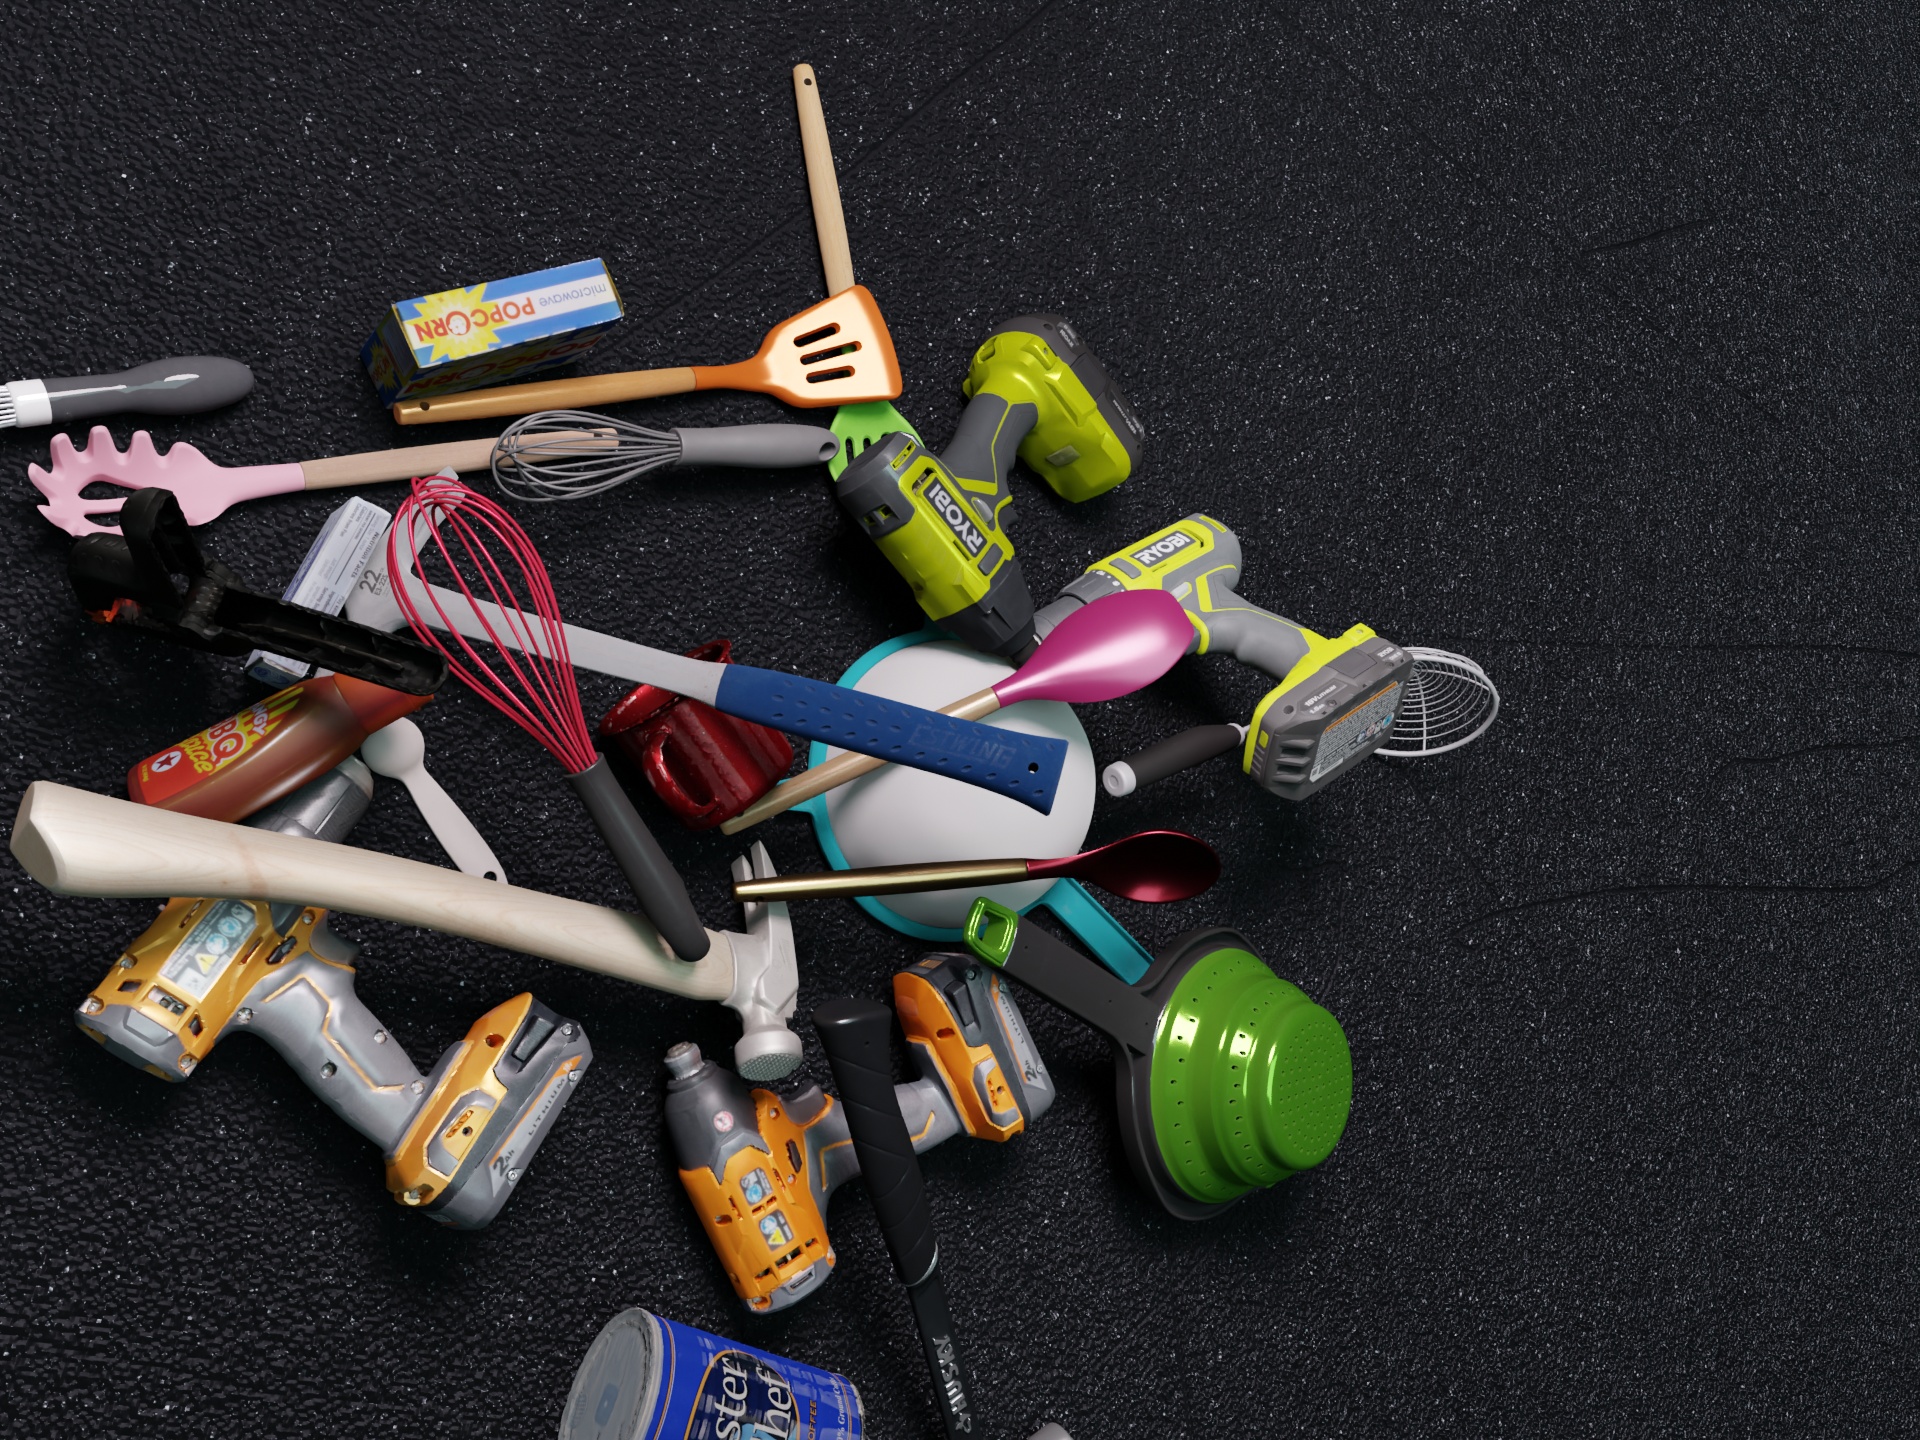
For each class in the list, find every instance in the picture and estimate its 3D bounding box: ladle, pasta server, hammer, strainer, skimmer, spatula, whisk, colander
[{"bbox_3d":[0.015,0.095,0.977,0.315,0.069,0.031,-2,44,-21],"label":"ladle"},{"bbox_3d":[-0.336,-0.141,0.882,0.316,0.040,0.060,-14,84,-33],"label":"pasta server"},{"bbox_3d":[-0.259,0.088,0.826,0.410,0.038,0.146,20,43,-38],"label":"hammer"},{"bbox_3d":[0.056,0.082,1.057,0.340,0.095,0.211,46,63,-17],"label":"strainer"},{"bbox_3d":[0.252,0.020,1.154,0.363,0.127,0.090,-18,71,-38],"label":"skimmer"},{"bbox_3d":[-0.184,-0.211,0.974,0.322,0.041,0.081,-16,86,-35],"label":"spatula"},{"bbox_3d":[-0.494,-0.151,0.781,0.284,0.070,0.070,-18,93,-37],"label":"whisk"},{"bbox_3d":[-0.204,0.007,0.819,0.073,0.073,0.295,-39,115,-29],"label":"whisk"},{"bbox_3d":[-0.140,-0.027,0.873,0.405,0.035,0.144,15,74,4],"label":"hammer"},{"bbox_3d":[0.153,0.209,1.044,0.396,0.094,0.205,37,63,-39],"label":"colander"},{"bbox_3d":[-0.172,-0.162,0.962,0.239,0.055,0.055,-9,89,-39],"label":"whisk"},{"bbox_3d":[-0.026,0.338,0.943,0.149,0.036,0.408,-26,116,-28],"label":"hammer"}]

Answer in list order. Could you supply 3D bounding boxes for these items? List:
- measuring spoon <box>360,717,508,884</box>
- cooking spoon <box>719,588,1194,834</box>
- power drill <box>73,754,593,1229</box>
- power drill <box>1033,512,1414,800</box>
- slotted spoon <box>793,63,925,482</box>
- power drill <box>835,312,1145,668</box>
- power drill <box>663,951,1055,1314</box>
[{"bbox_3d":[-0.291,0.051,0.895,0.034,0.018,0.124,-40,105,-29],"label":"measuring spoon"},{"bbox_3d":[-0.002,-0.003,0.977,0.319,0.017,0.069,-25,65,-9],"label":"cooking spoon"},{"bbox_3d":[-0.309,0.140,0.840,0.226,0.084,0.185,38,59,-17],"label":"power drill"},{"bbox_3d":[0.172,-0.046,1.091,0.190,0.229,0.080,-29,140,-31],"label":"power drill"},{"bbox_3d":[-0.077,-0.287,1.064,0.070,0.031,0.314,-9,87,-21],"label":"slotted spoon"},{"bbox_3d":[0.031,-0.154,1.055,0.171,0.080,0.223,50,49,-19],"label":"power drill"},{"bbox_3d":[-0.068,0.230,0.974,0.226,0.084,0.164,-29,99,-27],"label":"power drill"}]
